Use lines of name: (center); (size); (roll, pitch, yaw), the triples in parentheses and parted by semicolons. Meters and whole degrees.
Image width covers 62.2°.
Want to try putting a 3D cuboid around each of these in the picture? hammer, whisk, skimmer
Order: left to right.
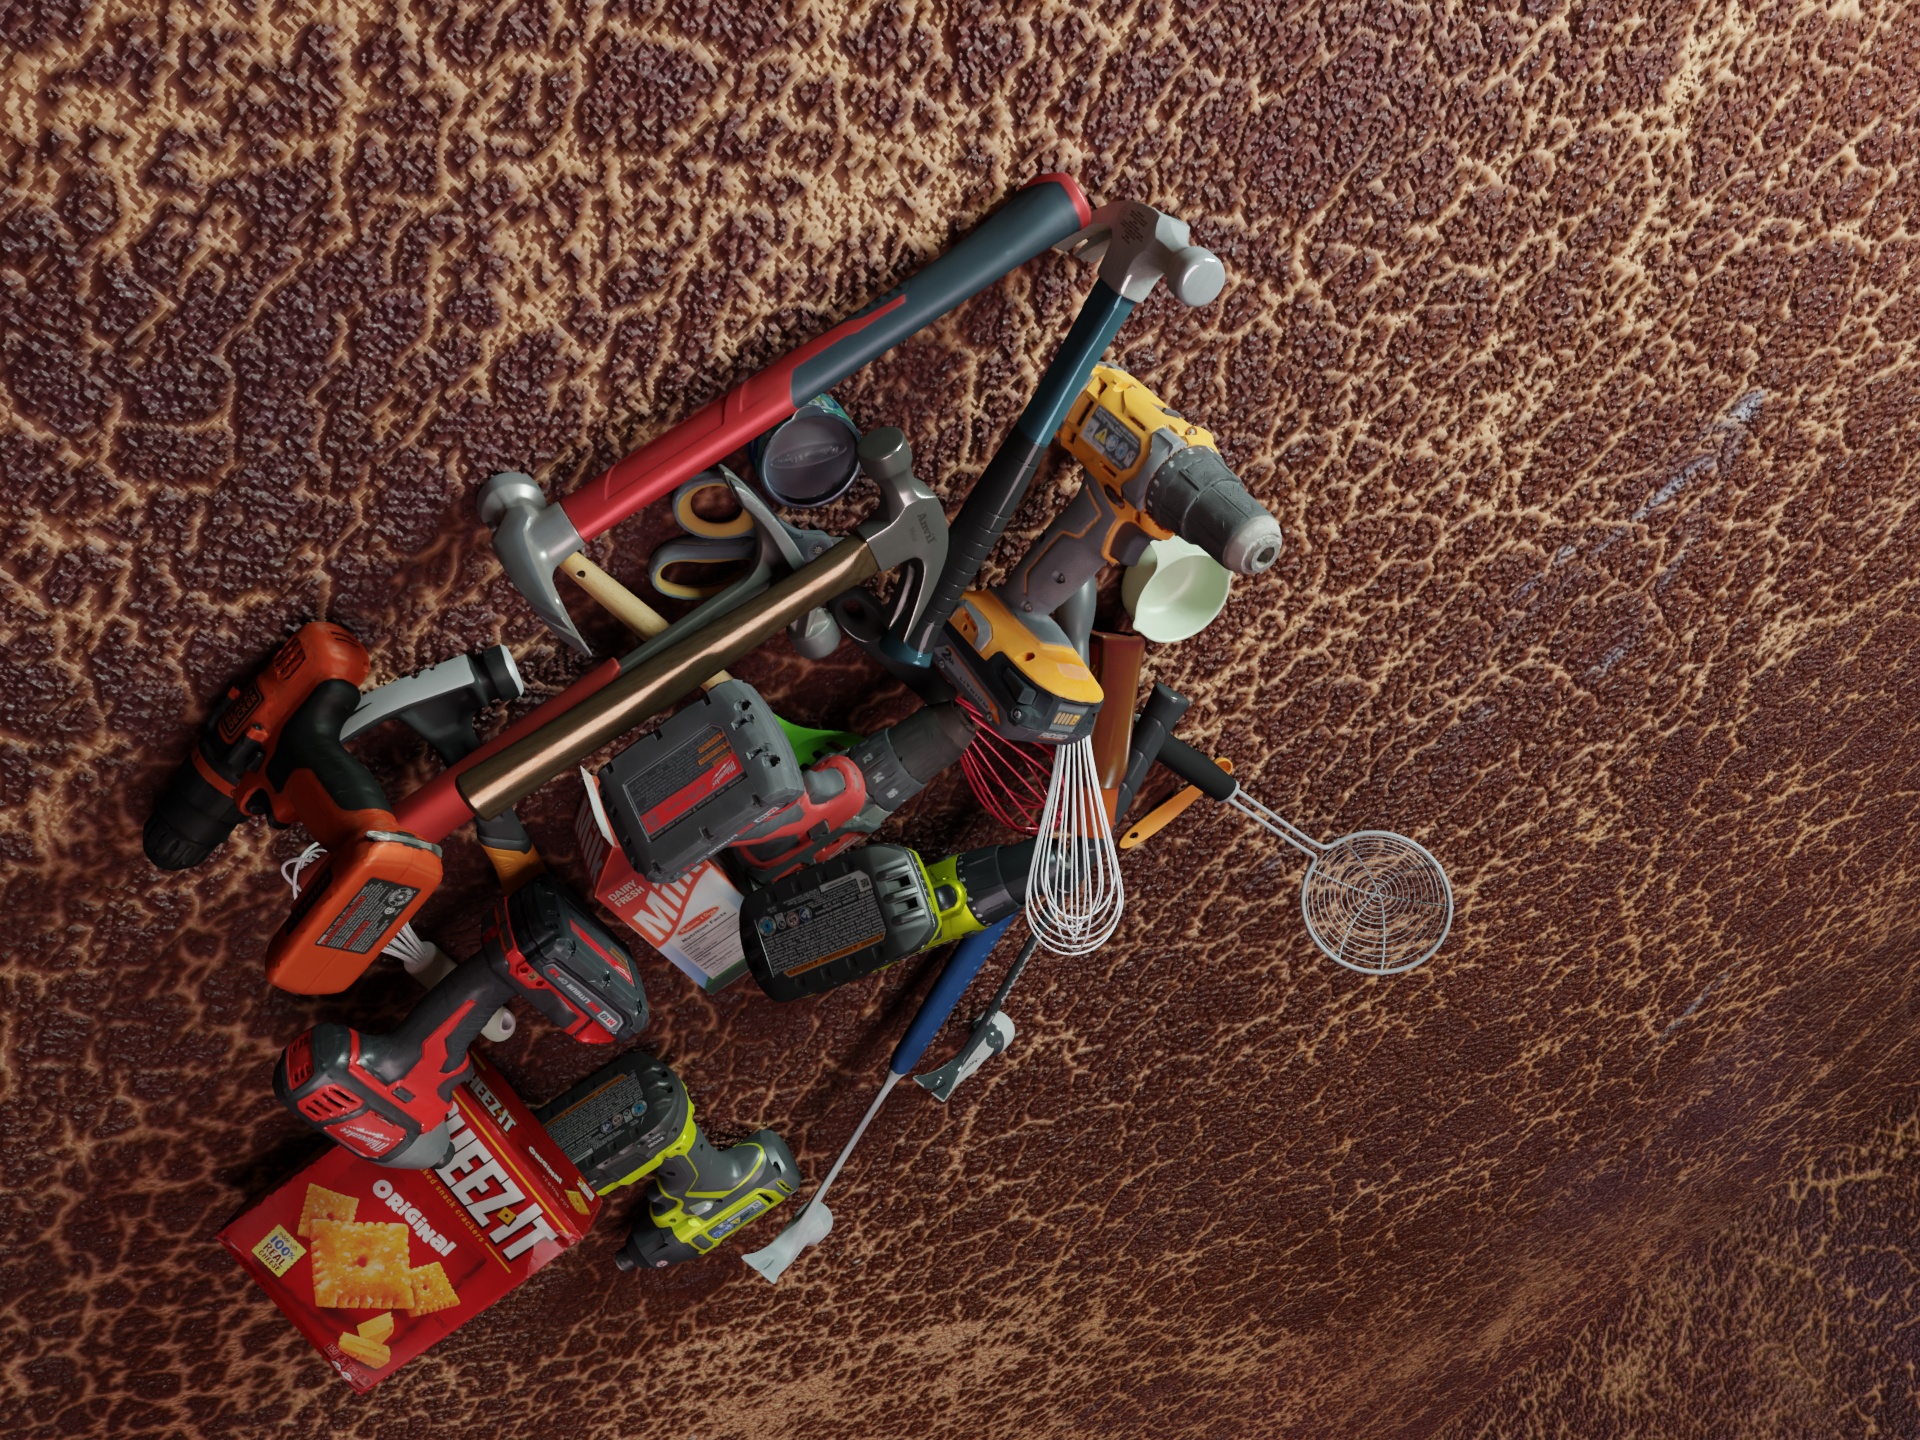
whisk: (-0.373, 0.157, 1.081); (0.059, 0.058, 0.246); (-4, 143, 20)
hammer: (-0.306, 0.099, 1.069); (0.127, 0.034, 0.336); (-23, 135, -11)
hammer: (-0.248, -0.003, 0.968); (0.359, 0.037, 0.148); (-35, 136, -5)
hammer: (-0.151, -0.040, 0.956); (0.331, 0.031, 0.129); (-33, 135, -7)
hammer: (-0.085, -0.184, 0.887); (0.386, 0.143, 0.038); (-34, 138, -4)
hammer: (-0.058, 0.299, 1.323); (0.405, 0.035, 0.144); (-59, 167, 13)
whisk: (-0.002, -0.004, 1.134); (0.073, 0.073, 0.295); (-39, 129, 7)
hammer: (0.037, -0.163, 0.971); (0.033, 0.128, 0.331); (12, 123, -34)
hammer: (0.075, 0.140, 1.258); (0.149, 0.036, 0.408); (-30, 150, -59)
whisk: (0.077, 0.020, 1.103); (0.070, 0.070, 0.284); (1, 89, -29)
skimmer: (0.269, 0.100, 1.311); (0.363, 0.090, 0.127); (32, 109, -34)

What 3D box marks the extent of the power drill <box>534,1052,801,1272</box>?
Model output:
power drill: (-0.251, 0.376, 1.308); (0.171, 0.080, 0.223); (-33, 138, -1)

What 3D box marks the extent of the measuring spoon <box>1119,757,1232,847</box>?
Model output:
measuring spoon: (0.177, 0.068, 1.324); (0.117, 0.011, 0.021); (-39, 127, 12)

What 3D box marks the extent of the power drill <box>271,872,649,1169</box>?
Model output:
power drill: (-0.327, 0.215, 1.066); (0.219, 0.079, 0.143); (-35, 128, 1)

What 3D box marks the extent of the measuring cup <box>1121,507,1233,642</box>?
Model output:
measuring cup: (0.137, -0.126, 1.116); (0.083, 0.038, 0.167); (-30, 133, -2)

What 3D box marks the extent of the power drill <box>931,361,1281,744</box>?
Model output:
power drill: (0.091, -0.089, 1.011); (0.084, 0.186, 0.226); (7, 123, -46)

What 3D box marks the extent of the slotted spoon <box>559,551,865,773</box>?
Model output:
slotted spoon: (-0.153, -0.021, 1.056); (0.070, 0.031, 0.313); (-40, 133, 8)

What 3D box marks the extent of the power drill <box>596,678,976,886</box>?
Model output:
power drill: (-0.100, 0.037, 1.009); (0.188, 0.080, 0.226); (-34, 162, 14)

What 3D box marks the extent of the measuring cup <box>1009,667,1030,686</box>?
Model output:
measuring cup: (0.069, -0.009, 1.182); (0.029, 0.062, 0.156); (2, 158, 25)

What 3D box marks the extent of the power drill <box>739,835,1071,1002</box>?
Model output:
power drill: (-0.035, 0.131, 1.128); (0.190, 0.080, 0.228); (-24, 169, 19)
